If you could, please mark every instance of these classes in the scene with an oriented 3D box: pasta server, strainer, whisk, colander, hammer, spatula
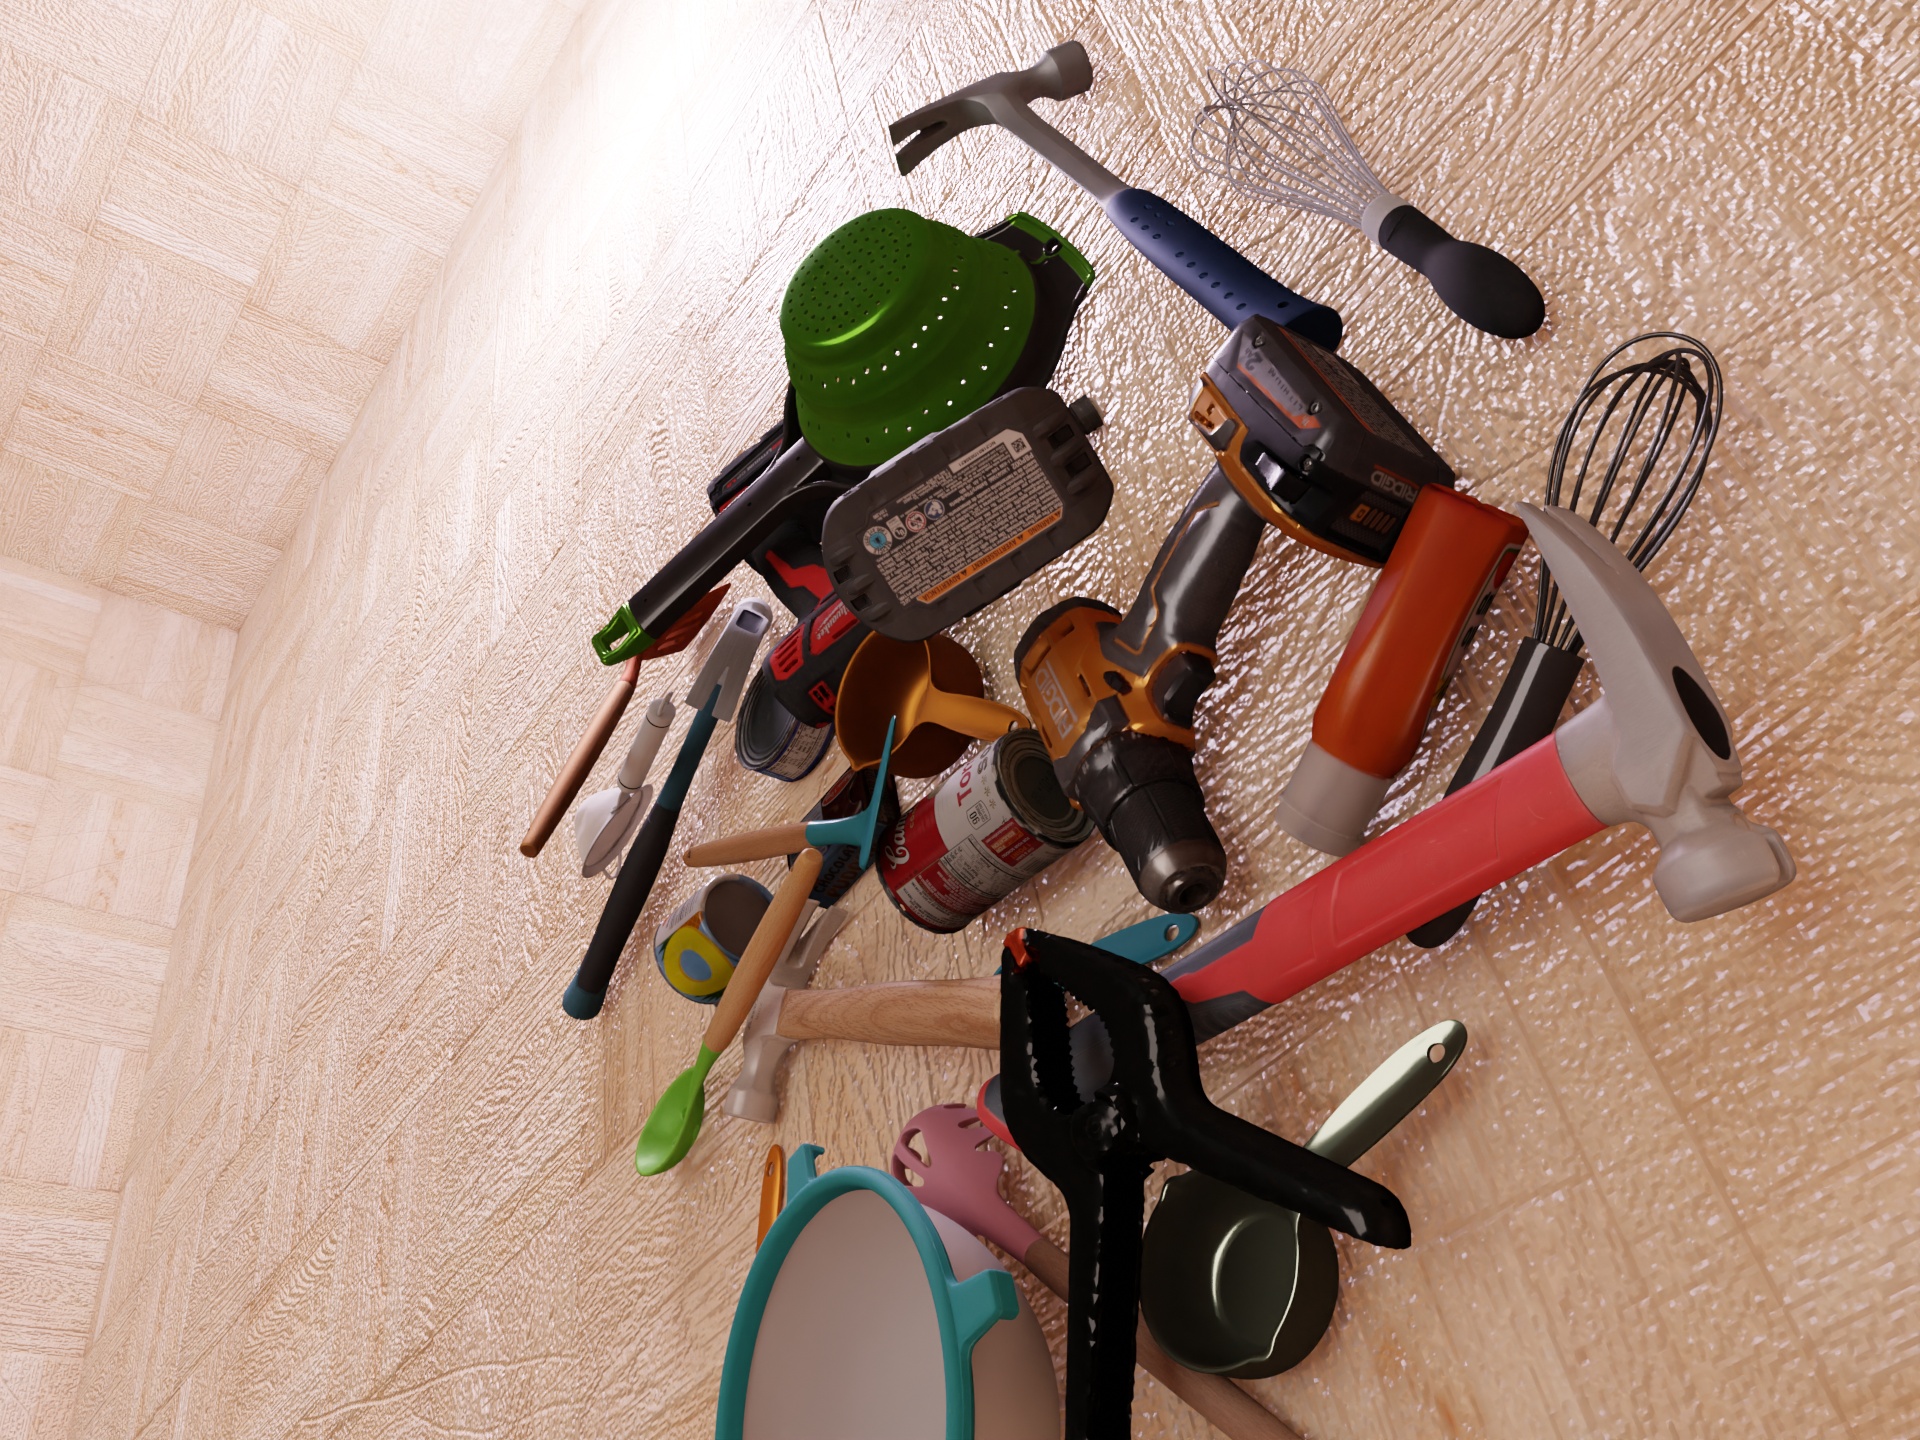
[{"bbox_3d":[0.055,0.242,0.680,0.316,0.040,0.060,20,88,54],"label":"pasta server"},{"bbox_3d":[-0.243,0.045,1.159,0.087,0.050,0.258,-52,0,-39],"label":"strainer"},{"bbox_3d":[0.213,-0.026,0.581,0.055,0.055,0.239,34,105,58],"label":"whisk"},{"bbox_3d":[-0.103,-0.189,0.983,0.397,0.094,0.205,-42,47,5],"label":"colander"},{"bbox_3d":[0.185,-0.247,0.752,0.070,0.070,0.285,-54,39,22],"label":"whisk"},{"bbox_3d":[-0.046,0.151,0.834,0.331,0.031,0.130,-21,53,61],"label":"hammer"},{"bbox_3d":[0.118,0.076,0.622,0.386,0.038,0.143,-42,57,44],"label":"hammer"},{"bbox_3d":[-0.034,0.367,0.679,0.211,0.095,0.340,5,81,60],"label":"strainer"},{"bbox_3d":[0.084,-0.293,0.901,0.144,0.035,0.406,-25,43,-7],"label":"hammer"},{"bbox_3d":[-0.241,-0.004,1.142,0.081,0.041,0.323,-48,15,34],"label":"spatula"},{"bbox_3d":[-0.107,0.065,0.947,0.317,0.044,0.082,-17,59,56],"label":"spatula"},{"bbox_3d":[-0.216,0.071,1.156,0.128,0.033,0.331,-92,27,-74],"label":"hammer"}]

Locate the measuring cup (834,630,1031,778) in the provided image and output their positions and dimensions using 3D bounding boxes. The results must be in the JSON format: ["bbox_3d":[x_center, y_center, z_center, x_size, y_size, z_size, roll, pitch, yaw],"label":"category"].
[{"bbox_3d":[-0.001,-0.003,0.888,0.174,0.052,0.095,15,86,51],"label":"measuring cup"}]

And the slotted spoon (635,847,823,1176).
[{"bbox_3d":[-0.137,0.177,0.938,0.070,0.031,0.313,-85,19,-48],"label":"slotted spoon"}]

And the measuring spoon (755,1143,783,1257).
[{"bbox_3d":[-0.115,0.301,0.908,0.021,0.011,0.117,-27,50,47],"label":"measuring spoon"}]

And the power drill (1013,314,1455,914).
[{"bbox_3d":[0.116,-0.042,0.708,0.226,0.084,0.186,-56,34,27],"label":"power drill"}]

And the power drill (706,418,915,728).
[{"bbox_3d":[-0.078,-0.107,1.028,0.143,0.078,0.220,-37,45,12],"label":"power drill"}]

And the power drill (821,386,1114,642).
[{"bbox_3d":[0.006,-0.117,0.828,0.171,0.080,0.223,-32,10,6],"label":"power drill"}]

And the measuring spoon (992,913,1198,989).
[{"bbox_3d":[0.064,0.119,0.751,0.128,0.021,0.042,-29,47,34],"label":"measuring spoon"}]

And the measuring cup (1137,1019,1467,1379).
[{"bbox_3d":[0.135,0.176,0.591,0.167,0.038,0.083,-49,36,13],"label":"measuring cup"}]
